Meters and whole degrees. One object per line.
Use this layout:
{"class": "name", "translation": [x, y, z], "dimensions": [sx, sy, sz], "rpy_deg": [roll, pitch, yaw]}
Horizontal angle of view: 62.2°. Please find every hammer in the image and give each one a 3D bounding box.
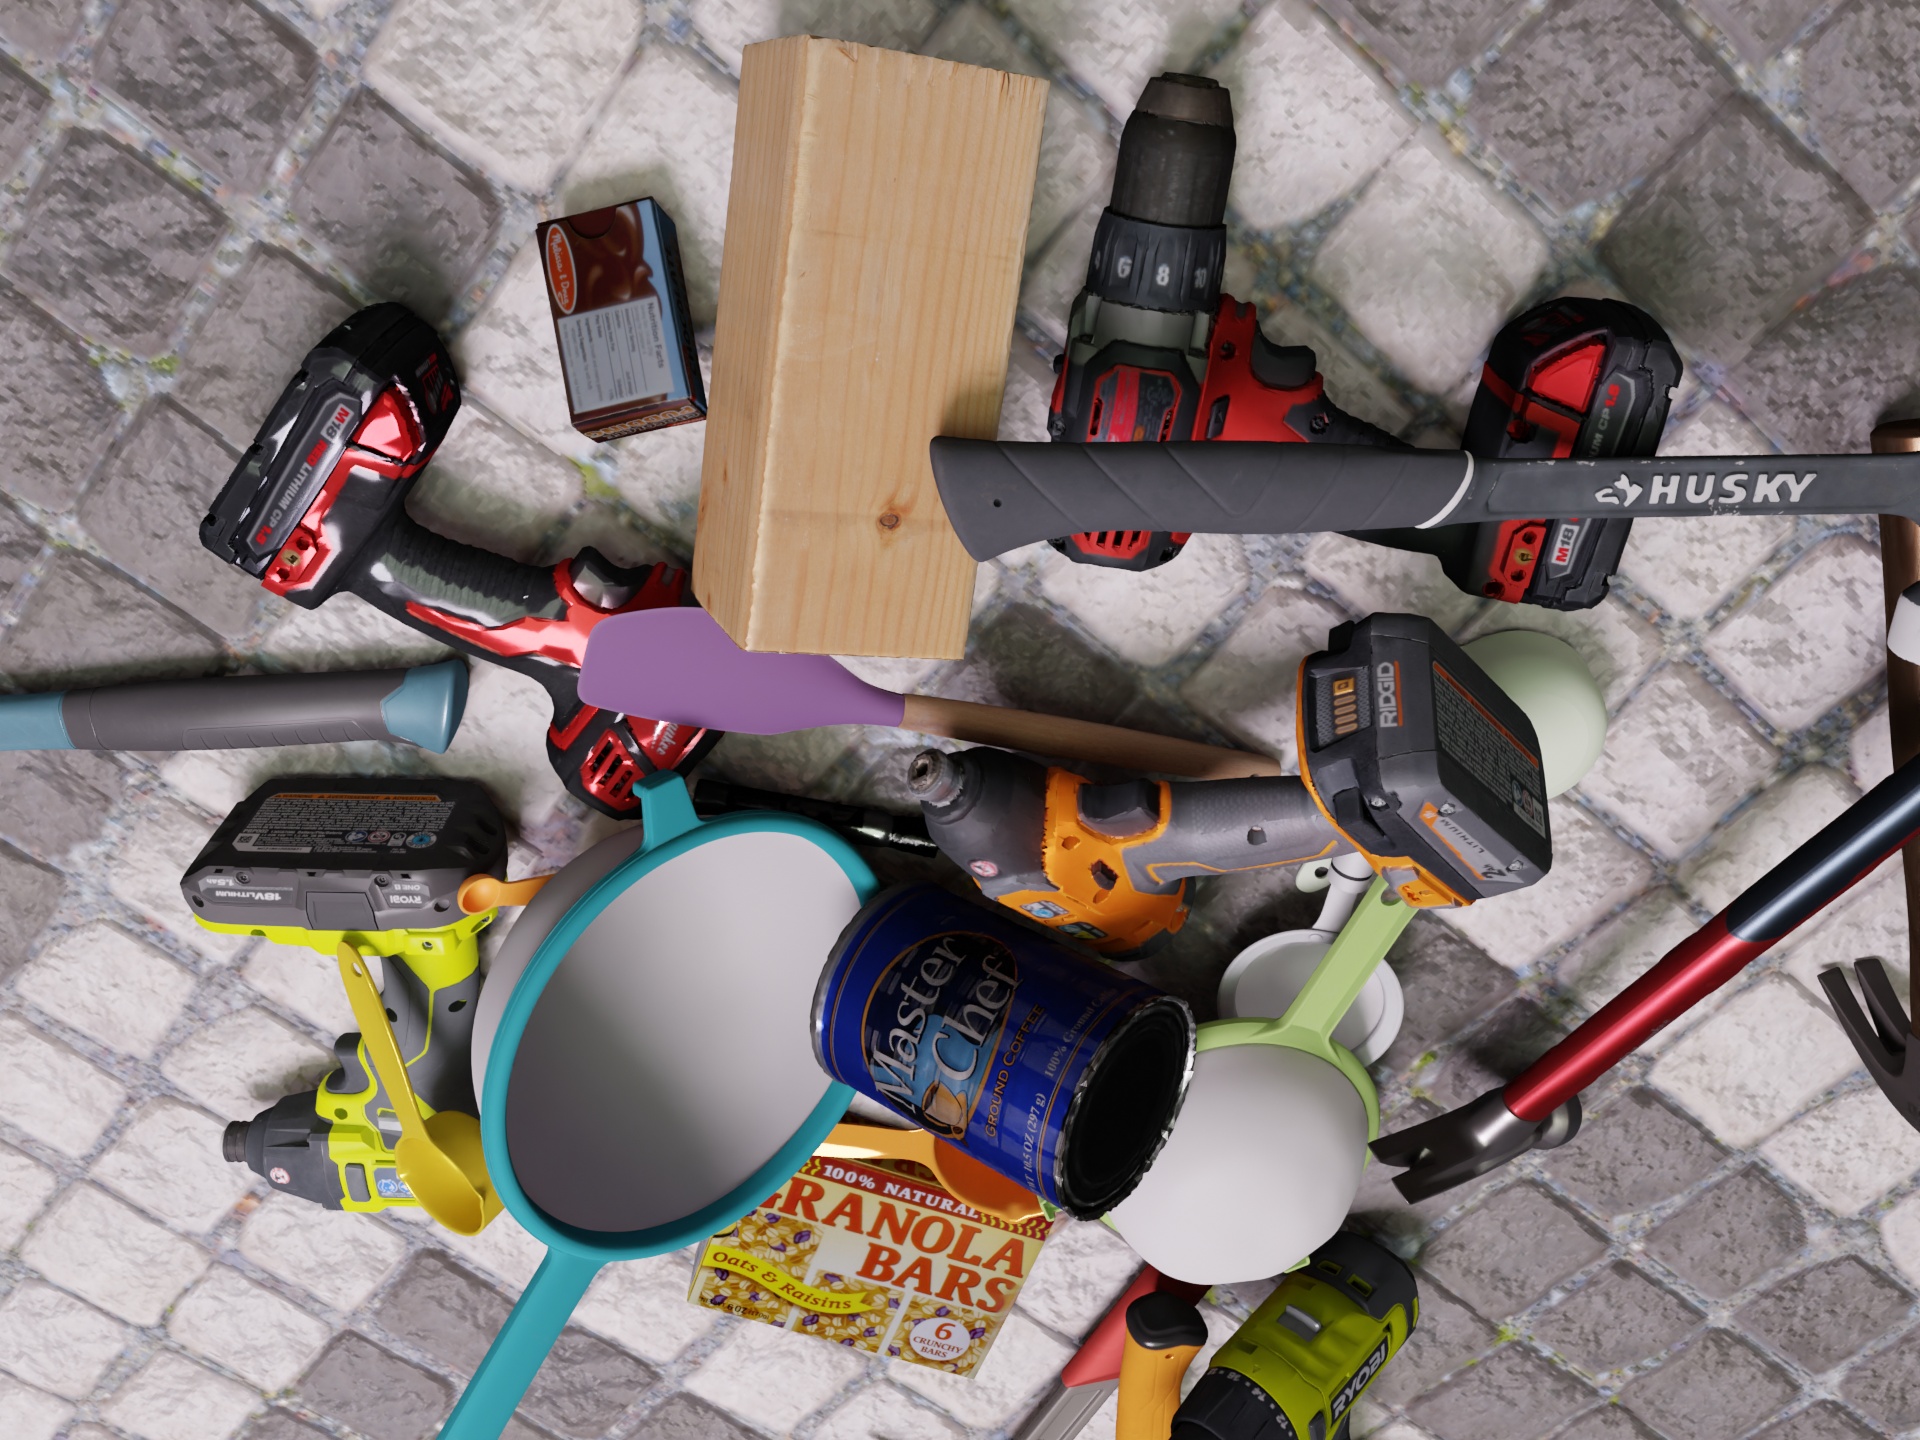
{"class": "hammer", "translation": [0.327, 0.081, 0.657], "dimensions": [0.143, 0.038, 0.386], "rpy_deg": [-3, 140, -41]}
{"class": "hammer", "translation": [0.420, 0.035, 0.689], "dimensions": [0.031, 0.130, 0.331], "rpy_deg": [-13, 104, -4]}
{"class": "hammer", "translation": [0.087, 0.327, 0.863], "dimensions": [0.149, 0.037, 0.359], "rpy_deg": [25, 113, -17]}
{"class": "hammer", "translation": [0.193, -0.087, 0.568], "dimensions": [0.409, 0.036, 0.149], "rpy_deg": [-1, 115, -5]}
{"class": "hammer", "translation": [0.094, 0.438, 0.883], "dimensions": [0.127, 0.034, 0.336], "rpy_deg": [-9, 124, -13]}
{"class": "hammer", "translation": [-0.386, 0.000, 0.719], "dimensions": [0.331, 0.033, 0.128], "rpy_deg": [-3, 117, 2]}

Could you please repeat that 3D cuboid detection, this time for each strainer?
{"class": "strainer", "translation": [-0.169, 0.181, 0.712], "dimensions": [0.210, 0.095, 0.340], "rpy_deg": [35, 84, -48]}
{"class": "strainer", "translation": [0.151, 0.174, 0.718], "dimensions": [0.151, 0.069, 0.256], "rpy_deg": [17, 118, -16]}
{"class": "strainer", "translation": [0.177, 0.075, 0.725], "dimensions": [0.087, 0.050, 0.258], "rpy_deg": [12, 123, 3]}

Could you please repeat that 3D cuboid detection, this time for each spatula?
{"class": "spatula", "translation": [-0.001, -0.002, 0.678], "dimensions": [0.315, 0.018, 0.059], "rpy_deg": [10, 126, -20]}

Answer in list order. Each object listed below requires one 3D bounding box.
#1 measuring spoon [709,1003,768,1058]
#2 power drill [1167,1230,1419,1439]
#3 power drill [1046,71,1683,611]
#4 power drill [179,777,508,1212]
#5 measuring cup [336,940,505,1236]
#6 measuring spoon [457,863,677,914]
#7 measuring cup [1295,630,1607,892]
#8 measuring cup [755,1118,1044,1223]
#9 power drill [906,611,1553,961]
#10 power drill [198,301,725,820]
{"class": "measuring spoon", "translation": [-0.124, 0.199, 0.818], "dimensions": [0.034, 0.018, 0.124], "rpy_deg": [15, 116, -6]}
{"class": "power drill", "translation": [0.164, 0.404, 0.832], "dimensions": [0.080, 0.190, 0.228], "rpy_deg": [22, 130, 40]}
{"class": "power drill", "translation": [0.151, -0.140, 0.620], "dimensions": [0.226, 0.080, 0.187], "rpy_deg": [8, 115, 0]}
{"class": "power drill", "translation": [-0.284, 0.142, 0.763], "dimensions": [0.171, 0.080, 0.223], "rpy_deg": [1, 119, 0]}
{"class": "measuring cup", "translation": [-0.243, 0.162, 0.720], "dimensions": [0.062, 0.029, 0.156], "rpy_deg": [1, 114, 35]}
{"class": "measuring spoon", "translation": [-0.177, 0.073, 0.725], "dimensions": [0.116, 0.011, 0.021], "rpy_deg": [-1, 122, -49]}
{"class": "measuring cup", "translation": [0.217, 0.032, 0.720], "dimensions": [0.083, 0.038, 0.167], "rpy_deg": [38, 112, -16]}
{"class": "measuring cup", "translation": [-0.014, 0.196, 0.798], "dimensions": [0.173, 0.052, 0.095], "rpy_deg": [2, 116, 2]}
{"class": "power drill", "translation": [0.097, 0.033, 0.638], "dimensions": [0.226, 0.084, 0.164], "rpy_deg": [-18, 145, 36]}
{"class": "power drill", "translation": [-0.179, -0.065, 0.662], "dimensions": [0.219, 0.079, 0.143], "rpy_deg": [36, 111, -18]}
